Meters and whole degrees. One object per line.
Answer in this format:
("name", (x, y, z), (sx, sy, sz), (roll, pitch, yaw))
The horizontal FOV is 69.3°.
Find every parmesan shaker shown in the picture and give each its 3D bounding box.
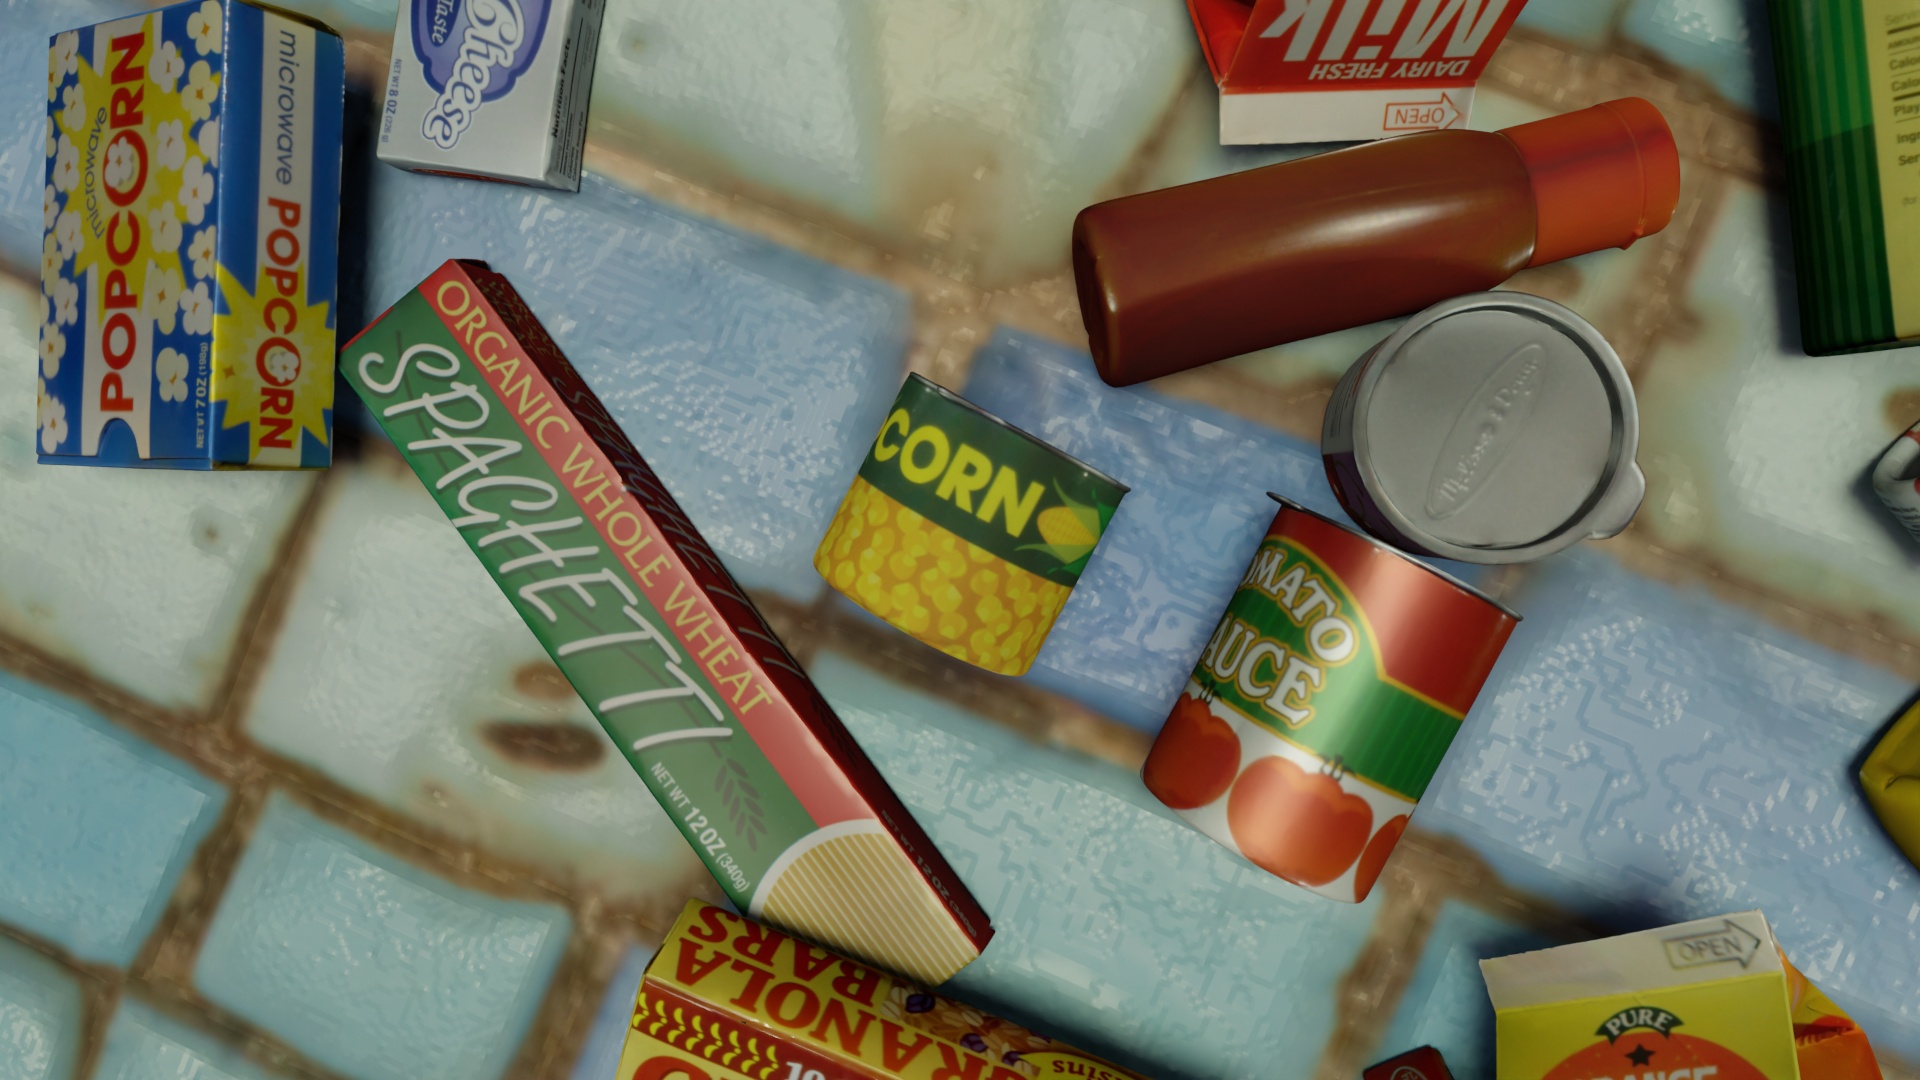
("parmesan shaker", (0.236, -0.100, 0.342), (0.071, 0.071, 0.103), (-6, 91, 7))

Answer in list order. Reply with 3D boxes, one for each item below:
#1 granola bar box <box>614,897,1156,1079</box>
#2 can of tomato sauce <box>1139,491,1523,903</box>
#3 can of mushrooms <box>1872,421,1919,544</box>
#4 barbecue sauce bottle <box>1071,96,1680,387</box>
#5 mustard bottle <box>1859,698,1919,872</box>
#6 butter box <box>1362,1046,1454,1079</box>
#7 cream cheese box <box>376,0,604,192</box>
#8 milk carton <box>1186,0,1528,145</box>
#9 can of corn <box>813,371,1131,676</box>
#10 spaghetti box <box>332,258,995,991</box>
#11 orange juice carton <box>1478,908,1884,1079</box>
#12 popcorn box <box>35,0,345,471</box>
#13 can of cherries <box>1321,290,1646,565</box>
("granola bar box", (-0.015, 0.182, 0.368), (0.166, 0.039, 0.123), (20, 112, 6))
("can of tomato sauce", (0.092, 0.040, 0.359), (0.071, 0.071, 0.083), (28, 94, 6))
("can of mushrooms", (0.265, -0.022, 0.338), (0.071, 0.071, 0.033), (-39, 85, 6))
("barbecue sauce bottle", (0.105, -0.079, 0.360), (0.148, 0.064, 0.044), (-14, 78, 1))
("mustard bottle", (0.308, 0.098, 0.343), (0.160, 0.049, 0.065), (41, 97, 5))
("butter box", (0.141, 0.192, 0.362), (0.024, 0.053, 0.103), (-26, 88, 9))
("cream cheese box", (-0.133, -0.157, 0.405), (0.053, 0.024, 0.103), (9, 92, 5))
("milk carton", (0.097, -0.194, 0.334), (0.072, 0.073, 0.189), (-4, 108, -7))
("can of corn", (0.001, -0.005, 0.367), (0.071, 0.071, 0.058), (29, 95, 6))
("spaghetti box", (-0.086, 0.029, 0.399), (0.050, 0.029, 0.250), (-38, 86, 7))
("orange juice carton", (0.191, 0.185, 0.325), (0.071, 0.073, 0.193), (-26, 82, 39))
("popcorn box", (-0.220, -0.083, 0.395), (0.085, 0.038, 0.126), (3, 91, 28))
("can of cherries", (0.132, -0.025, 0.358), (0.071, 0.058, 0.071), (0, 90, 6))
